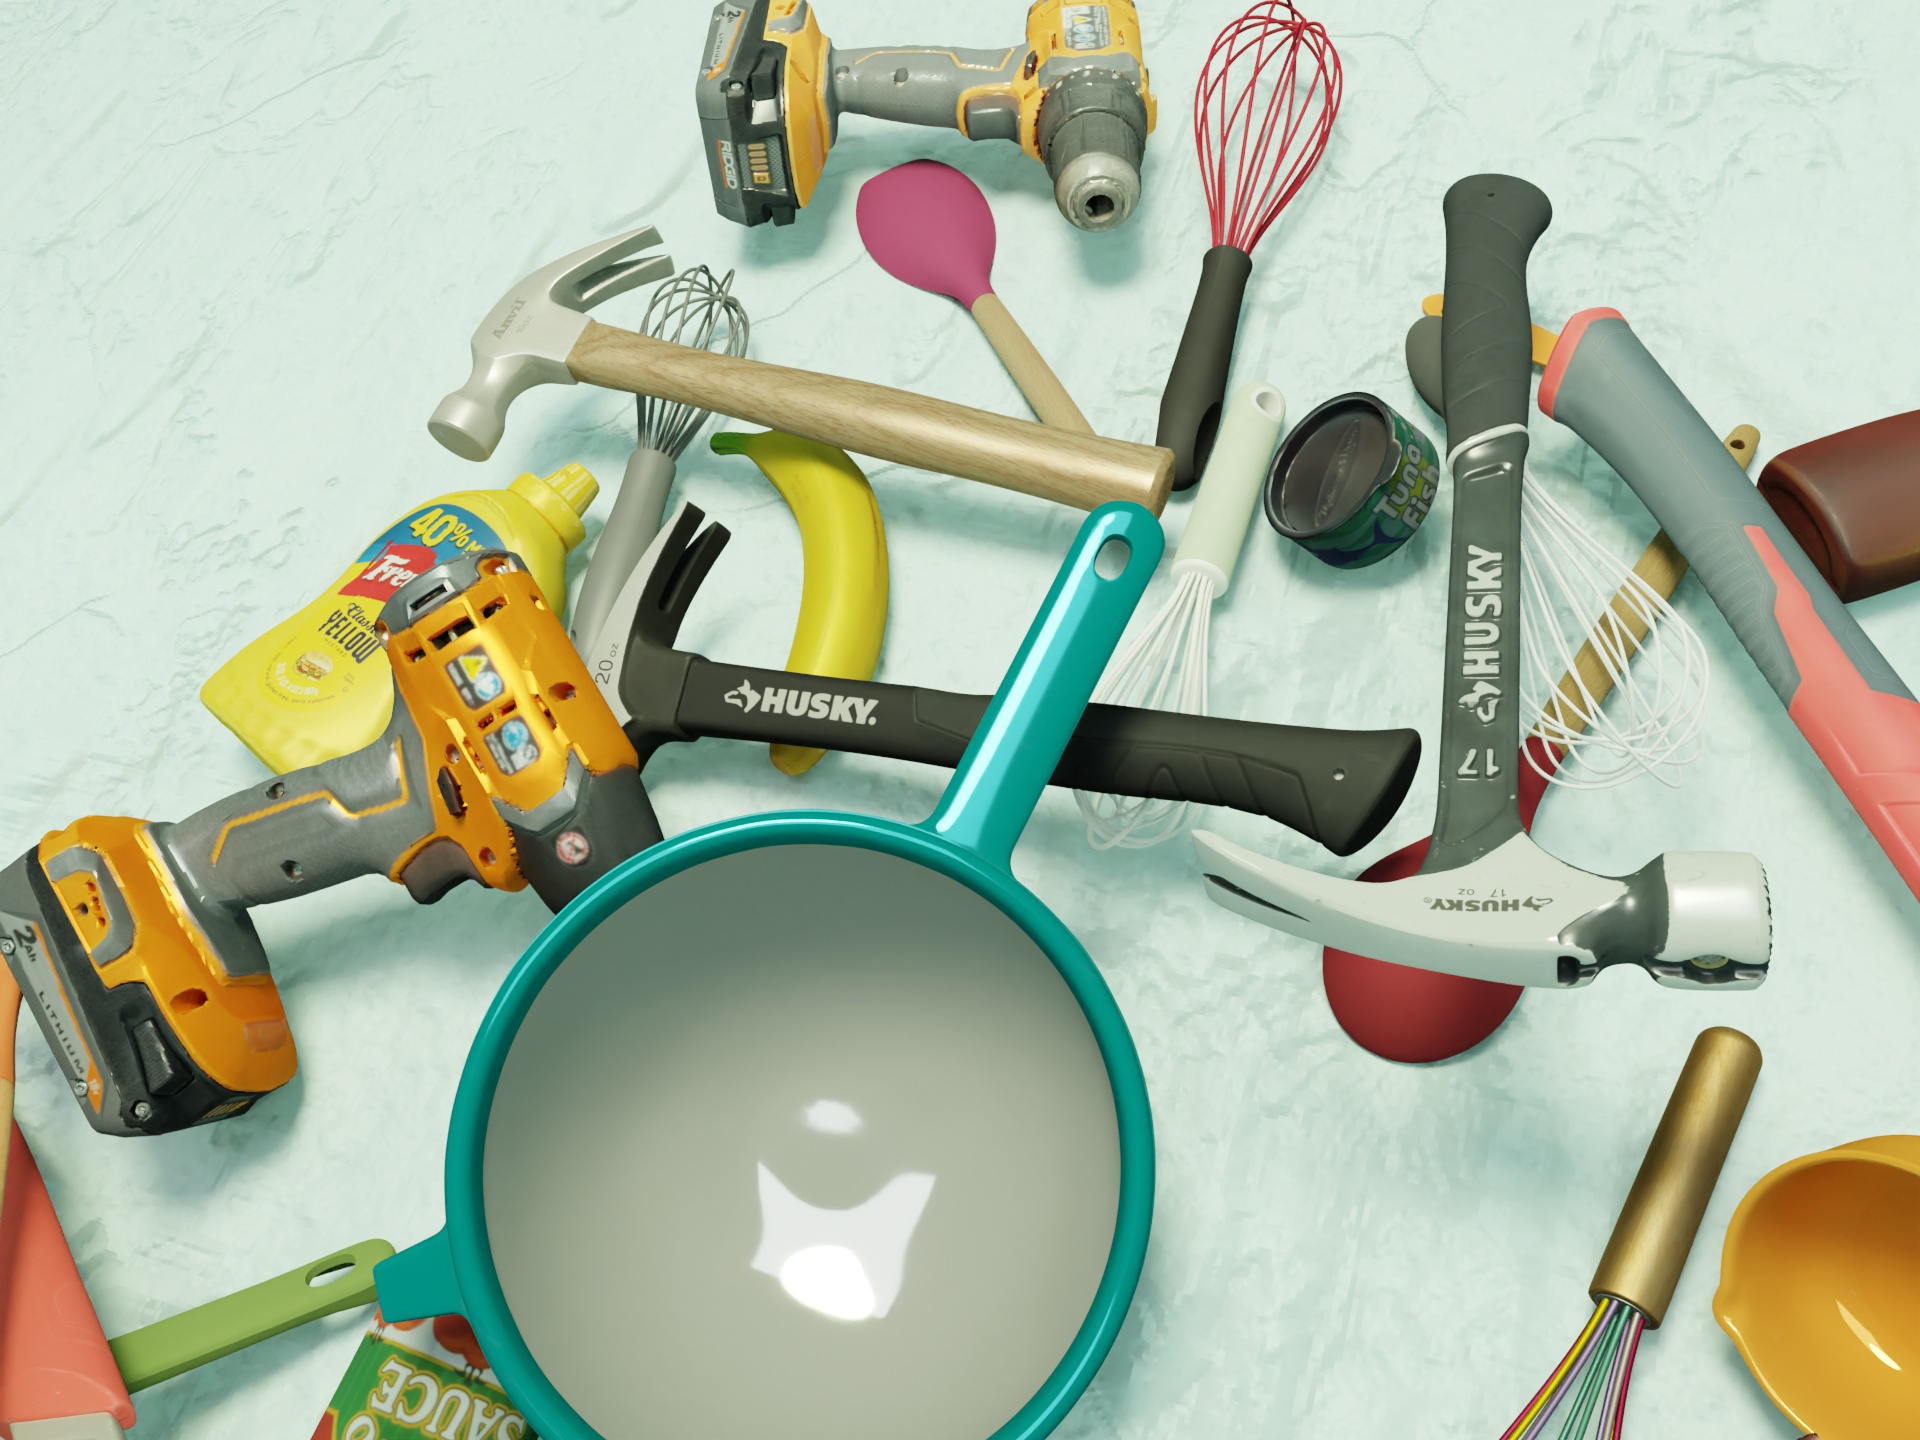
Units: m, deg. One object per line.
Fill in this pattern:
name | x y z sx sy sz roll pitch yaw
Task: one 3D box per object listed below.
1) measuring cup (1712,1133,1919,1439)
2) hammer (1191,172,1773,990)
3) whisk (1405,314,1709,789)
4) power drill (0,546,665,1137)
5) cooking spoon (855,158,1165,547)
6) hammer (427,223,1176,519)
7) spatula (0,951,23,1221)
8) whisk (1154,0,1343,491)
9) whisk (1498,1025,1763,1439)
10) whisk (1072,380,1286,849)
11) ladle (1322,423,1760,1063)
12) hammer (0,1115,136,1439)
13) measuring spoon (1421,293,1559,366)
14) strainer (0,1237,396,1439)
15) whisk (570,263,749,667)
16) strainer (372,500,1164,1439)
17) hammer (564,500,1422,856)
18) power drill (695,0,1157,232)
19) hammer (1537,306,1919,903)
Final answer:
measuring cup | 0.275 0.200 0.434 0.052 0.095 0.174 -4 77 -38
hammer | 0.178 -0.080 0.555 0.149 0.036 0.409 -1 45 20
whisk | 0.216 -0.081 0.615 0.070 0.070 0.285 -11 43 6
power drill | -0.223 0.061 0.593 0.226 0.084 0.164 -33 81 1
cooking spoon | 0.022 -0.186 0.768 0.069 0.017 0.319 -25 54 -4
hammer | -0.067 -0.141 0.698 0.331 0.031 0.130 16 67 17
spatula | -0.332 0.150 0.548 0.081 0.041 0.323 -19 36 -14
whisk | 0.130 -0.231 0.752 0.073 0.073 0.296 8 65 18
whisk | 0.184 0.190 0.468 0.047 0.051 0.245 21 61 30
whisk | 0.095 -0.051 0.650 0.057 0.059 0.246 30 58 -12
ladle | 0.232 -0.006 0.598 0.069 0.031 0.315 28 65 27
hammer | -0.287 0.196 0.512 0.149 0.036 0.359 -30 35 -28
measuring spoon | 0.255 -0.165 0.708 0.021 0.011 0.117 -42 55 -15
strainer | -0.313 0.251 0.536 0.256 0.069 0.152 -18 30 -21
whisk | -0.143 -0.120 0.748 0.055 0.055 0.239 3 62 15
strainer | -0.019 0.085 0.526 0.211 0.095 0.340 26 76 6
hammer | -0.001 -0.002 0.592 0.335 0.035 0.146 7 77 26
power drill | -0.014 -0.303 0.803 0.226 0.084 0.186 -2 48 2
hammer | 0.317 -0.011 0.537 0.143 0.038 0.387 -29 55 17
